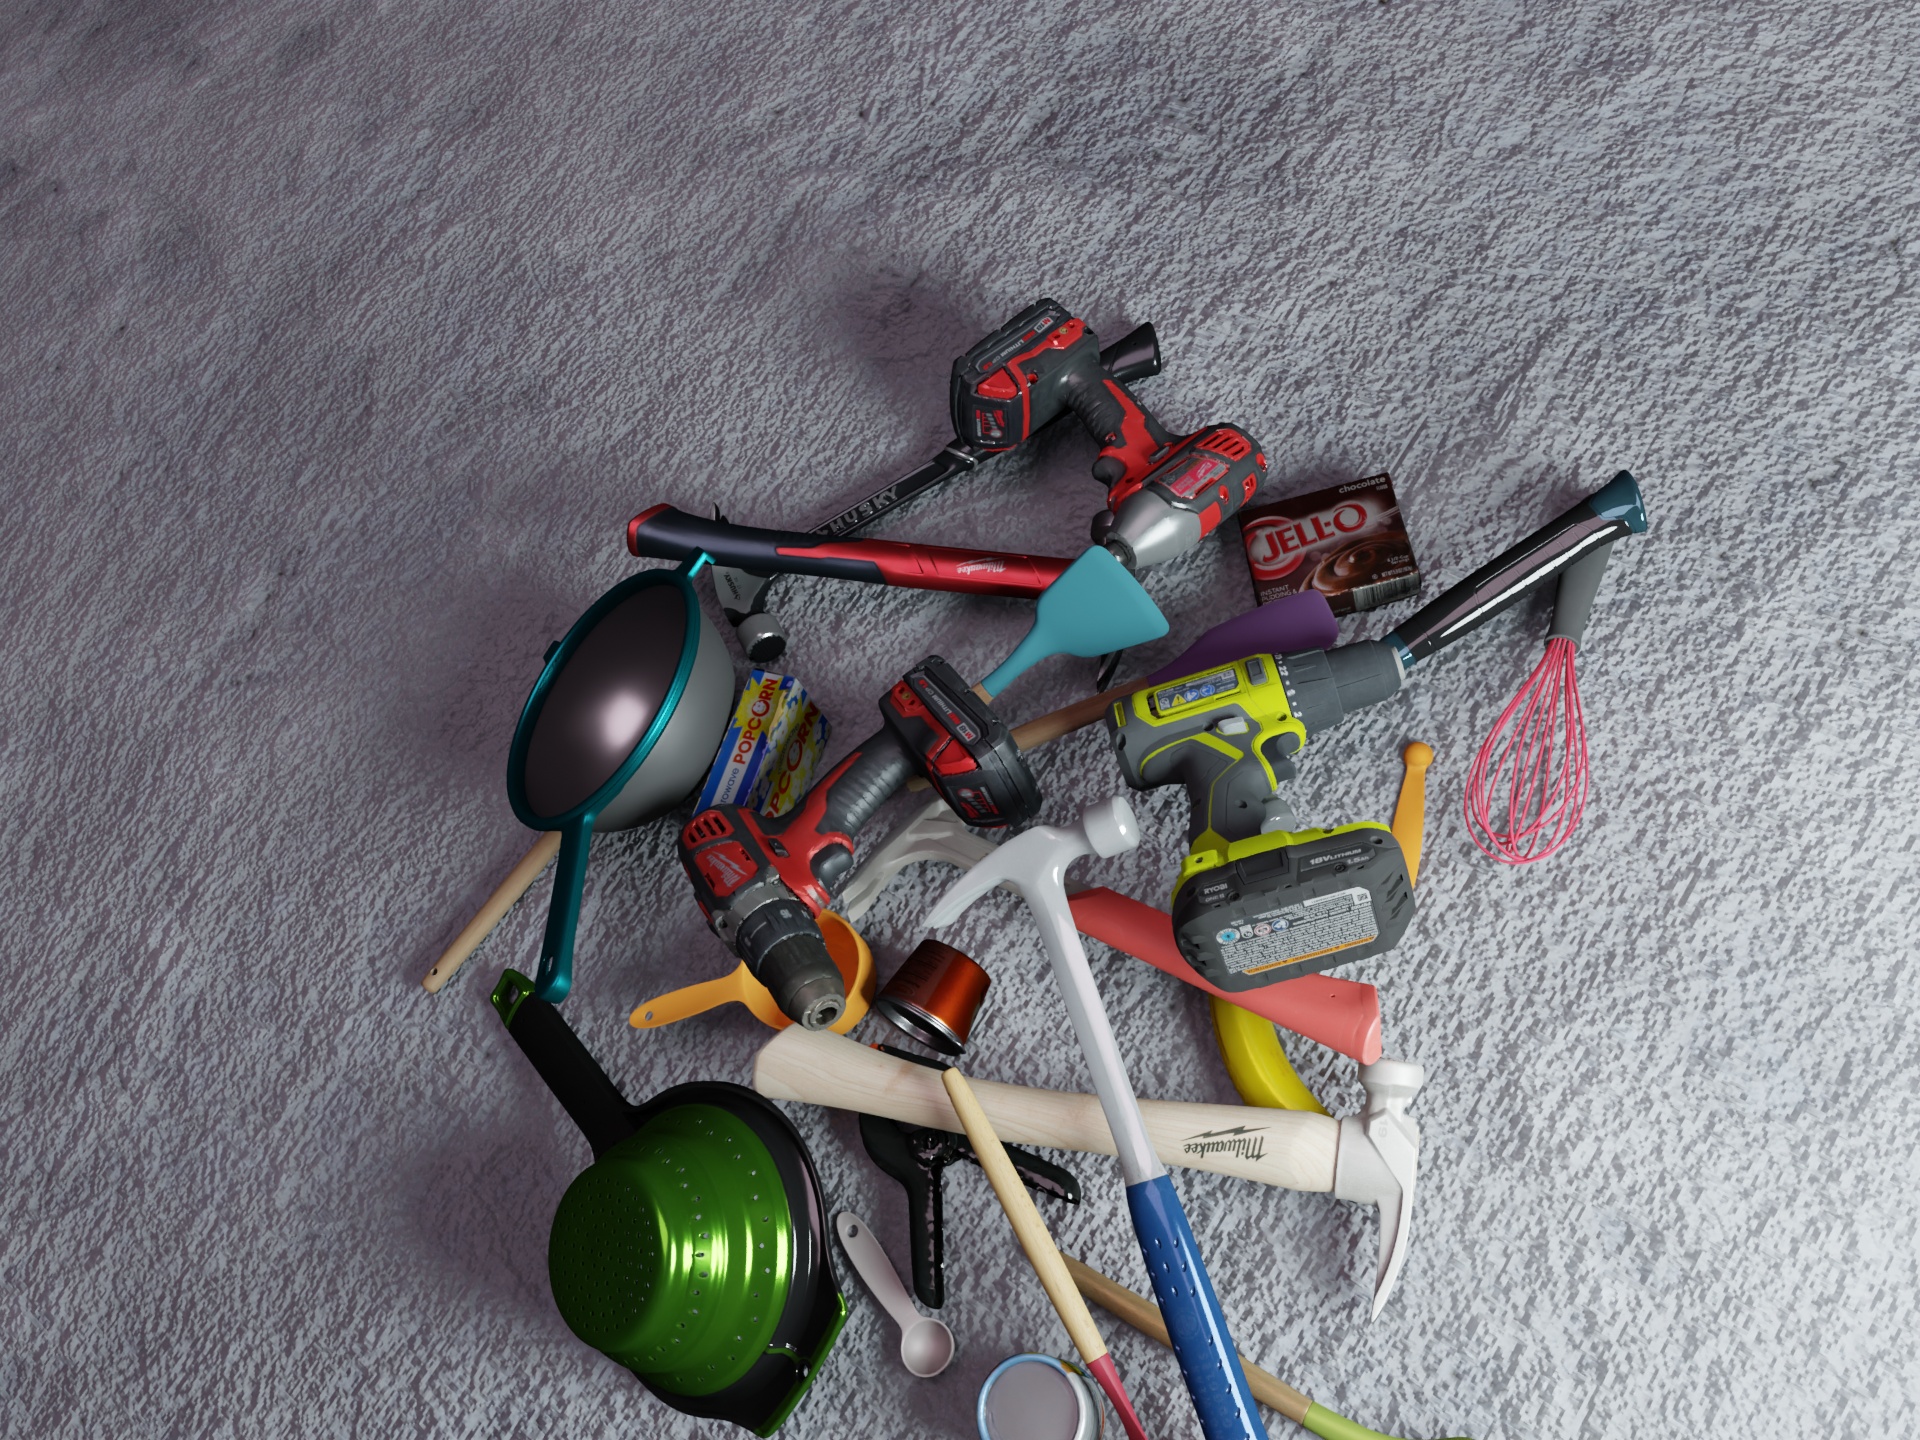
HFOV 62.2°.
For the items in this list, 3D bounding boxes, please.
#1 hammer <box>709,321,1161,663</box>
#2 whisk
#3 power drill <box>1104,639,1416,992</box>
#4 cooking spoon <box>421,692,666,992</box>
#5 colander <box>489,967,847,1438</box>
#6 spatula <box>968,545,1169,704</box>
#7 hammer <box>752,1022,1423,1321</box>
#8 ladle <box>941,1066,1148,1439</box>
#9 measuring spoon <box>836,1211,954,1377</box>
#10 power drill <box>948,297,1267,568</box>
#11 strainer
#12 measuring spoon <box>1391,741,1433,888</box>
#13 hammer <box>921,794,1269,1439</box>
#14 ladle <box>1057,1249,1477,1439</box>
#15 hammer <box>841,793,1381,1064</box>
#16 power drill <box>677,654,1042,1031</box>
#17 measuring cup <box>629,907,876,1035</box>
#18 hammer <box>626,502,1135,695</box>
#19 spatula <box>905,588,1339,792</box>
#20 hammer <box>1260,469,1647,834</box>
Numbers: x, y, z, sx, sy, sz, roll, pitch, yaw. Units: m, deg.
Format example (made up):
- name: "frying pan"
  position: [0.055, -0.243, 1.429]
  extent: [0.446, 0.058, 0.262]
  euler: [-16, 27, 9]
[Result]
- name: "hammer"
  position: [-0.019, -0.202, 1.267]
  extent: [0.409, 0.036, 0.149]
  euler: [-30, 58, 1]
- name: "whisk"
  position: [0.390, -0.033, 1.041]
  extent: [0.073, 0.073, 0.296]
  euler: [13, 62, 23]
- name: "power drill"
  position: [0.197, 0.042, 0.975]
  extent: [0.190, 0.080, 0.229]
  euler: [-17, 39, 10]
- name: "cooking spoon"
  position: [-0.303, 0.079, 1.225]
  extent: [0.069, 0.017, 0.319]
  euler: [32, 76, 28]
- name: "colander"
  position: [-0.237, 0.286, 1.030]
  extent: [0.397, 0.094, 0.204]
  euler: [38, 103, 37]
- name: "spatula"
  position: [-0.002, -0.004, 1.123]
  extent: [0.317, 0.082, 0.044]
  euler: [-38, 19, 12]
- name: "hammer"
  position: [0.065, 0.253, 0.970]
  extent: [0.411, 0.038, 0.146]
  euler: [5, 78, 17]
- name: "ladle"
  position: [0.067, 0.342, 0.917]
  extent: [0.031, 0.069, 0.316]
  euler: [-23, 70, -20]
- name: "measuring spoon"
  position: [-0.042, 0.361, 1.007]
  extent: [0.034, 0.018, 0.124]
  euler: [-40, 53, -4]
- name: "power drill"
  position: [0.099, -0.201, 1.161]
  extent: [0.143, 0.078, 0.220]
  euler: [-40, 65, -19]
- name: "strainer"
  position: [-0.233, 0.053, 1.129]
  extent: [0.211, 0.095, 0.341]
  euler: [-26, 47, 34]
- name: "measuring spoon"
  position: [0.294, 0.066, 1.045]
  extent: [0.021, 0.011, 0.117]
  euler: [6, 67, 21]
- name: "hammer"
  position: [0.098, 0.256, 0.916]
  extent: [0.144, 0.035, 0.406]
  euler: [-25, 74, 19]
- name: "ladle"
  position: [0.170, 0.381, 0.903]
  extent: [0.320, 0.062, 0.078]
  euler: [23, 89, 29]
- name: "hammer"
  position: [0.096, 0.133, 1.002]
  extent: [0.359, 0.036, 0.149]
  euler: [22, 51, 36]
- name: "power drill"
  position: [-0.060, 0.080, 1.024]
  extent: [0.226, 0.080, 0.188]
  euler: [-35, 46, -6]
- name: "measuring cup"
  position: [-0.141, 0.190, 1.100]
  extent: [0.173, 0.052, 0.095]
  euler: [-18, 60, 10]
- name: "hammer"
  position: [-0.065, -0.105, 1.190]
  extent: [0.386, 0.038, 0.143]
  euler: [6, 68, 8]
- name: "spatula"
  position: [0.108, -0.012, 1.097]
  extent: [0.316, 0.018, 0.060]
  euler: [-22, 59, 9]
- name: "hammer"
  position: [0.309, -0.056, 1.059]
  extent: [0.331, 0.033, 0.128]
  euler: [-34, 53, 10]
